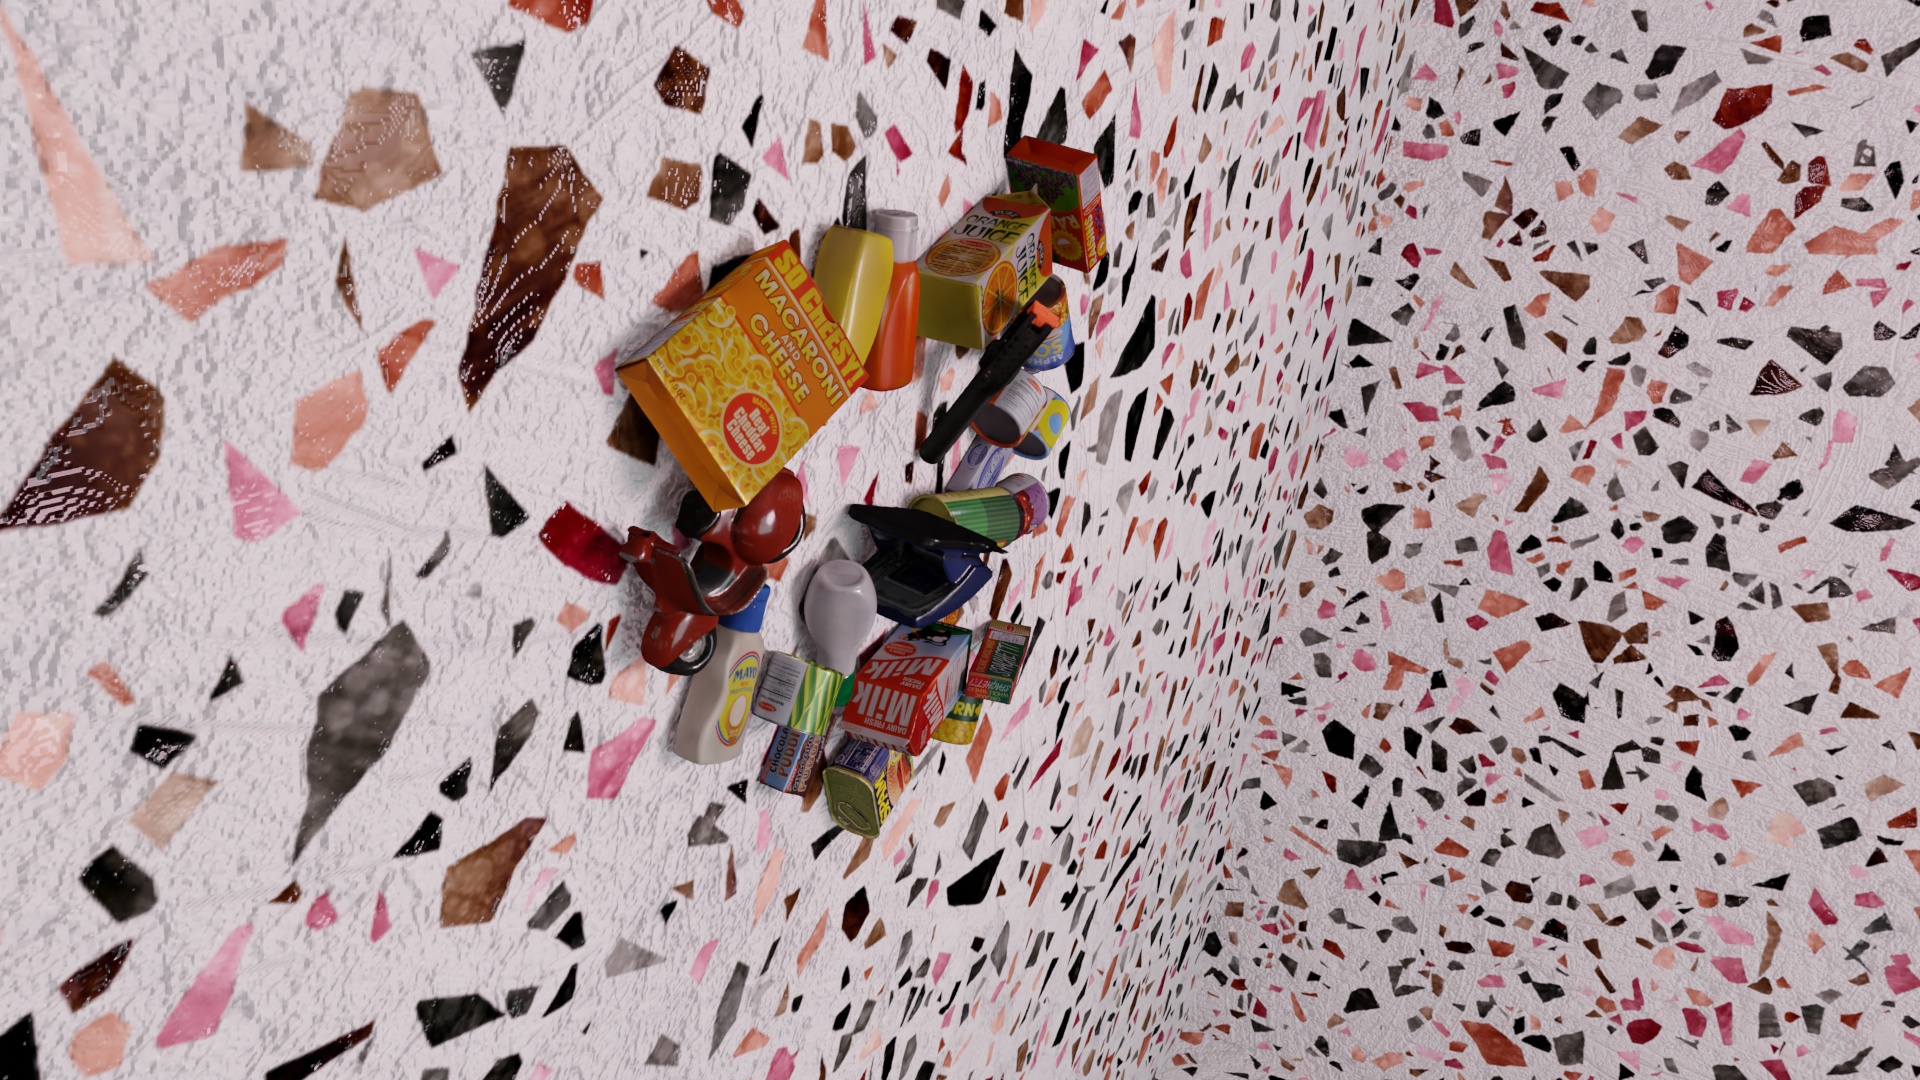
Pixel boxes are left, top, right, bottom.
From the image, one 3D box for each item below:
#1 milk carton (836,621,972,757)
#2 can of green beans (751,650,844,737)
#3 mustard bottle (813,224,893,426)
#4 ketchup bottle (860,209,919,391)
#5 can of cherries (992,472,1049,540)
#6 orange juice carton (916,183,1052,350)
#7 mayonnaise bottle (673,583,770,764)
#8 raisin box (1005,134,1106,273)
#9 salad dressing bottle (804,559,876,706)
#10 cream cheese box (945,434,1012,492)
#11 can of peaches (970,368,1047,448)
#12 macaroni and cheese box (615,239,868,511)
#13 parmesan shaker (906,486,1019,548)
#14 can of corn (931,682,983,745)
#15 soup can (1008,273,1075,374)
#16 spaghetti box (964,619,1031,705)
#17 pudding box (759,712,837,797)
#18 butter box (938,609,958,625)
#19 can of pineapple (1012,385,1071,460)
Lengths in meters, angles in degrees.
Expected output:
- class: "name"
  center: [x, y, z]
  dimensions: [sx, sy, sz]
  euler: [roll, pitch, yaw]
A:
- class: "milk carton"
  center: [-0.054, 0.149, 1.367]
  dimensions: [0.191, 0.072, 0.073]
  euler: [-48, 148, -62]
- class: "can of green beans"
  center: [-0.141, 0.133, 1.207]
  dimensions: [0.071, 0.071, 0.058]
  euler: [30, 78, -66]
- class: "mustard bottle"
  center: [-0.097, -0.171, 1.117]
  dimensions: [0.065, 0.049, 0.160]
  euler: [-2, 108, -65]
- class: "ketchup bottle"
  center: [-0.060, -0.204, 1.183]
  dimensions: [0.065, 0.043, 0.148]
  euler: [-33, 134, -57]
- class: "can of cherries"
  center: [0.057, -0.033, 1.522]
  dimensions: [0.058, 0.071, 0.071]
  euler: [-31, 133, -57]
- class: "orange juice carton"
  center: [0.031, -0.263, 1.305]
  dimensions: [0.194, 0.073, 0.071]
  euler: [-52, 148, -40]
- class: "mayonnaise bottle"
  center: [-0.187, 0.104, 1.116]
  dimensions: [0.065, 0.041, 0.148]
  euler: [1, 105, -64]
- class: "raisin box"
  center: [0.096, -0.334, 1.383]
  dimensions: [0.040, 0.086, 0.122]
  euler: [-52, 149, -28]
- class: "salad dressing bottle"
  center: [-0.111, 0.086, 1.255]
  dimensions: [0.044, 0.064, 0.146]
  euler: [-92, -171, -52]
- class: "cream cheese box"
  center: [0.022, -0.075, 1.472]
  dimensions: [0.104, 0.024, 0.053]
  euler: [-60, 153, -27]
- class: "can of peaches"
  center: [0.047, -0.137, 1.437]
  dimensions: [0.058, 0.071, 0.071]
  euler: [-57, 152, -32]
- class: "macaroni and cheese box"
  center: [-0.148, -0.119, 0.989]
  dimensions: [0.167, 0.040, 0.123]
  euler: [-52, 121, -39]
- class: "parmesan shaker"
  center: [0.005, -0.017, 1.385]
  dimensions: [0.103, 0.071, 0.071]
  euler: [-9, 115, -47]
- class: "can of corn"
  center: [-0.011, 0.187, 1.525]
  dimensions: [0.071, 0.071, 0.058]
  euler: [4, 103, -66]
- class: "soup can"
  center: [0.081, -0.227, 1.447]
  dimensions: [0.072, 0.071, 0.083]
  euler: [-59, 152, -29]
- class: "spaghetti box"
  center: [0.044, 0.130, 1.531]
  dimensions: [0.250, 0.050, 0.028]
  euler: [-54, 154, -78]
- class: "pudding box"
  center: [-0.149, 0.190, 1.273]
  dimensions: [0.084, 0.030, 0.049]
  euler: [-69, 156, -10]
- class: "butter box"
  center: [-0.026, 0.096, 1.484]
  dimensions: [0.053, 0.024, 0.103]
  euler: [-26, 129, -60]
- class: "can of pineapple"
  center: [0.079, -0.127, 1.510]
  dimensions: [0.058, 0.071, 0.070]
  euler: [-60, 154, -24]
